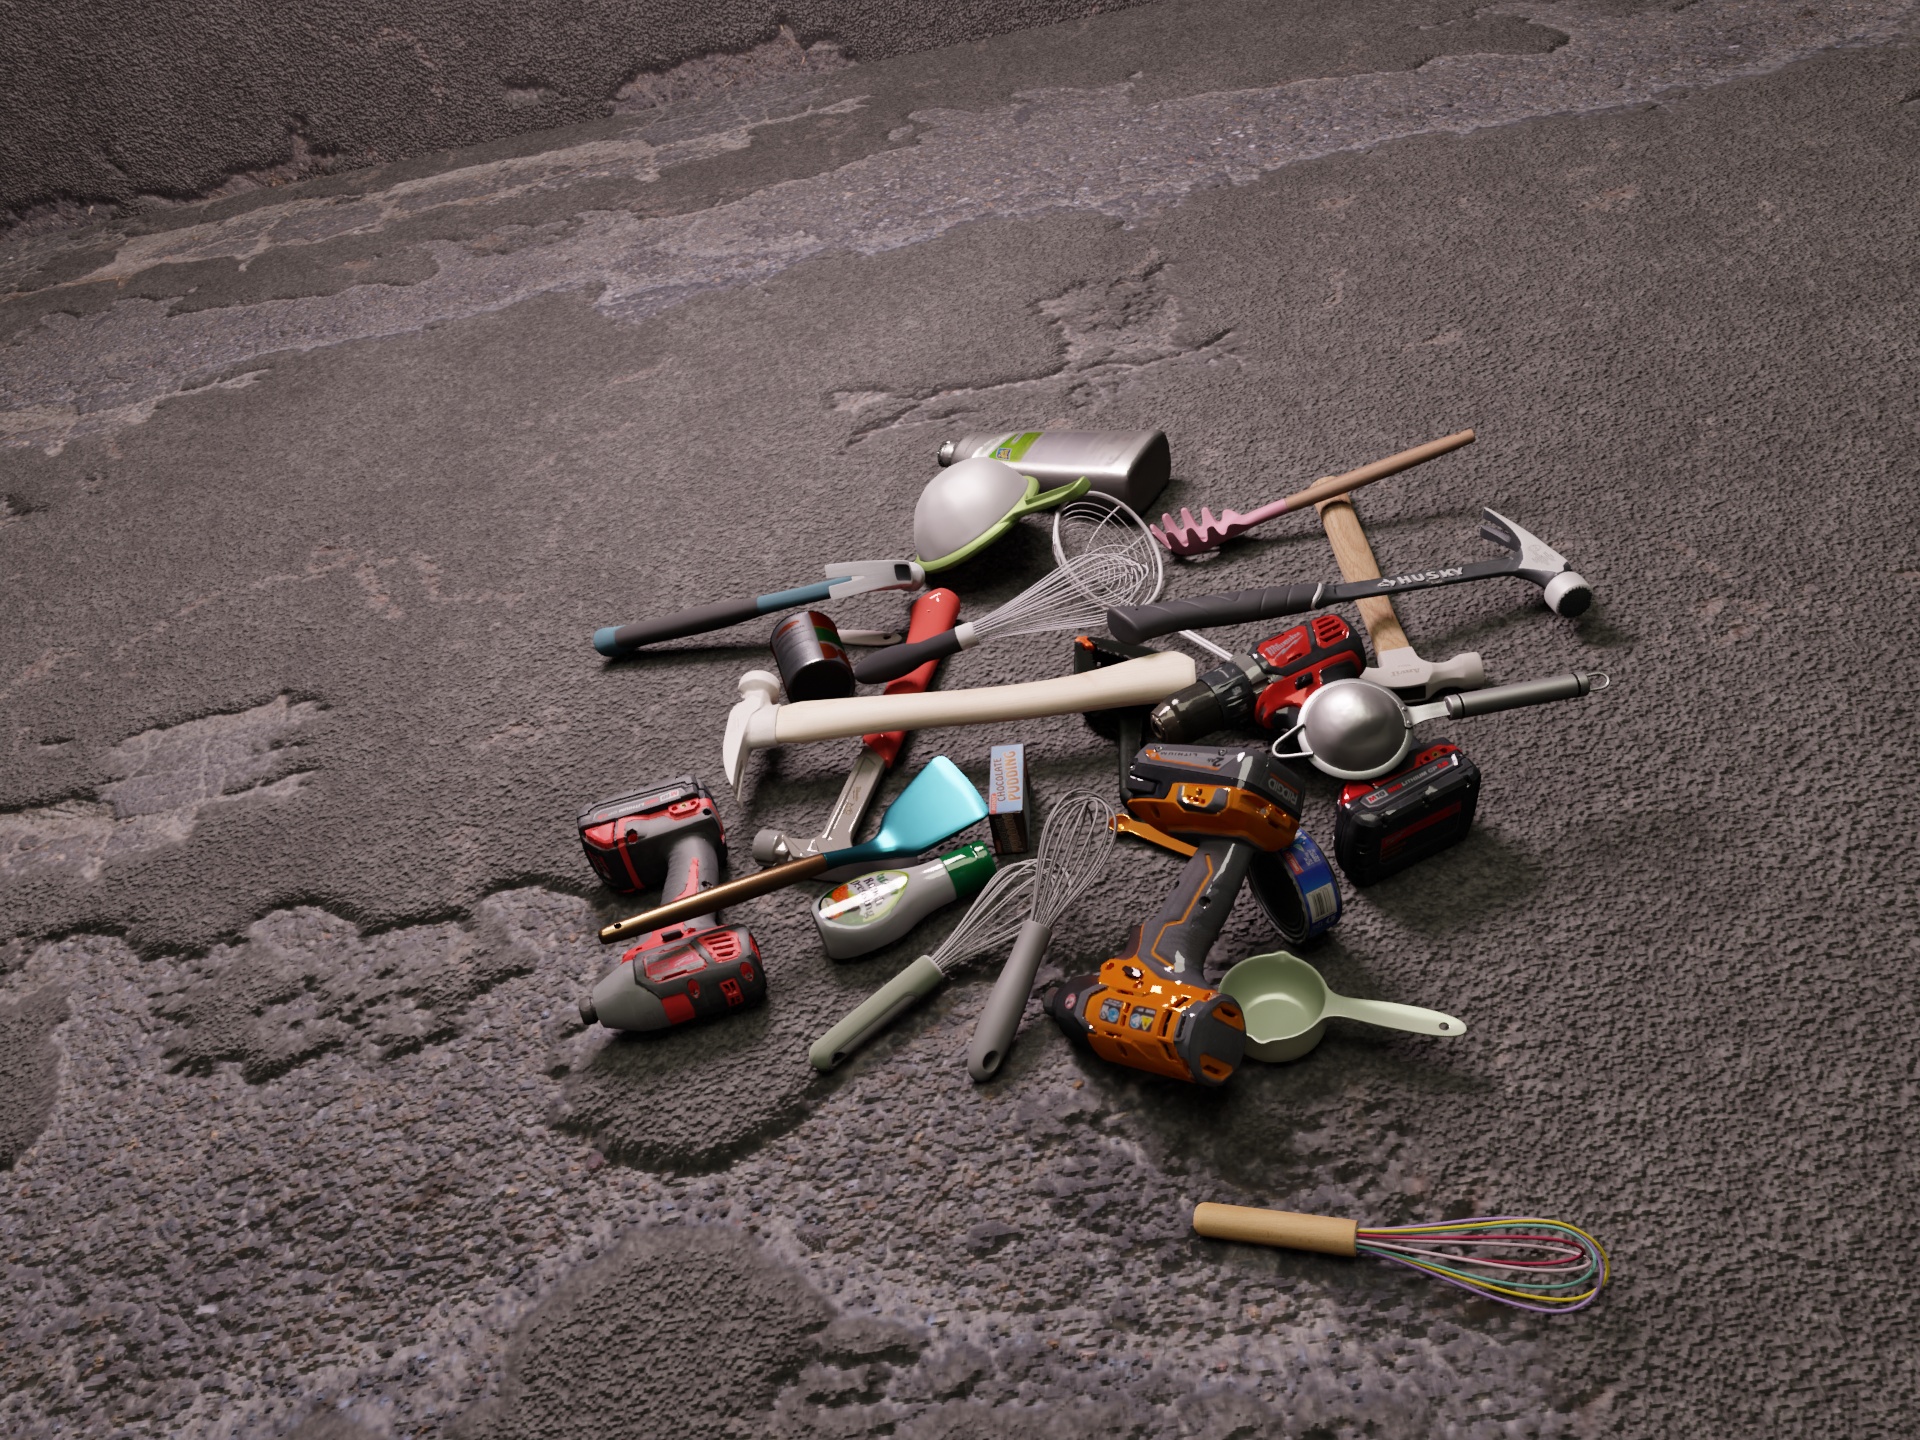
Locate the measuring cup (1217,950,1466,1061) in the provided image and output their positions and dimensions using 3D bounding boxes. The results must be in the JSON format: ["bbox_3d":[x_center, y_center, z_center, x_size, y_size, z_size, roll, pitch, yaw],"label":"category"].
[{"bbox_3d":[0.262,0.209,1.100,0.167,0.038,0.083,6,44,20],"label":"measuring cup"}]

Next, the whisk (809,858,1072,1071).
[{"bbox_3d":[-0.014,0.183,1.203,0.246,0.057,0.059,-37,53,-19],"label":"whisk"}]

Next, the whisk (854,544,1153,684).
[{"bbox_3d":[0.037,-0.085,1.426,0.284,0.070,0.070,-20,39,9],"label":"whisk"}]

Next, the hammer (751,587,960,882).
[{"bbox_3d":[-0.055,0.004,1.430,0.149,0.036,0.359,3,43,19],"label":"hammer"}]

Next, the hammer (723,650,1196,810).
[{"bbox_3d":[-0.002,-0.004,1.369,0.410,0.038,0.146,-6,42,9],"label":"hammer"}]

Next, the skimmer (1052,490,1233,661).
[{"bbox_3d":[0.219,-0.100,1.431,0.127,0.090,0.364,-10,34,-38],"label":"skimmer"}]

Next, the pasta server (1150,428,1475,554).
[{"bbox_3d":[0.340,-0.225,1.542,0.316,0.040,0.060,-20,23,12],"label":"pasta server"}]

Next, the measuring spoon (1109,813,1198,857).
[{"bbox_3d":[0.172,0.099,1.277,0.117,0.011,0.021,17,49,27],"label":"measuring spoon"}]

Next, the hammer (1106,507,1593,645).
[{"bbox_3d":[0.329,-0.115,1.394,0.409,0.036,0.149,-9,37,-7],"label":"hammer"}]

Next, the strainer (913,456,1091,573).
[{"bbox_3d":[0.030,-0.223,1.560,0.151,0.069,0.256,-49,21,-27],"label":"strainer"}]

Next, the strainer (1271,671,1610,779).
[{"bbox_3d":[0.362,-0.010,1.194,0.258,0.050,0.087,-10,60,-2],"label":"strainer"}]

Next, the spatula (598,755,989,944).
[{"bbox_3d":[-0.131,0.110,1.244,0.317,0.044,0.082,-18,45,-25],"label":"spatula"}]

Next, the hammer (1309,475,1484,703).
[{"bbox_3d":[0.370,-0.128,1.468,0.130,0.031,0.332,-9,39,4],"label":"hammer"}]

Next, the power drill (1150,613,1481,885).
[{"bbox_3d":[0.277,0.021,1.258,0.188,0.080,0.227,-24,49,-12],"label":"power drill"}]

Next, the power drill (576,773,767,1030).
[{"bbox_3d":[-0.244,0.153,1.282,0.143,0.078,0.220,-17,43,-5],"label":"power drill"}]

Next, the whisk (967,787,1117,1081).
[{"bbox_3d":[0.059,0.156,1.177,0.055,0.055,0.239,13,66,28],"label":"whisk"}]

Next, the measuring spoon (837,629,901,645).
[{"bbox_3d":[-0.116,-0.089,1.569,0.124,0.018,0.034,5,43,21],"label":"measuring spoon"}]

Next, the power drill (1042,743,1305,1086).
[{"bbox_3d":[0.145,0.134,1.128,0.164,0.084,0.226,2,68,48],"label":"power drill"}]

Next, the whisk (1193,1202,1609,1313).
[{"bbox_3d":[0.264,0.315,0.971,0.245,0.047,0.051,1,43,21],"label":"whisk"}]

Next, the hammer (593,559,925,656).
[{"bbox_3d":[-0.207,-0.110,1.570,0.331,0.033,0.128,-12,0,16],"label":"hammer"}]
